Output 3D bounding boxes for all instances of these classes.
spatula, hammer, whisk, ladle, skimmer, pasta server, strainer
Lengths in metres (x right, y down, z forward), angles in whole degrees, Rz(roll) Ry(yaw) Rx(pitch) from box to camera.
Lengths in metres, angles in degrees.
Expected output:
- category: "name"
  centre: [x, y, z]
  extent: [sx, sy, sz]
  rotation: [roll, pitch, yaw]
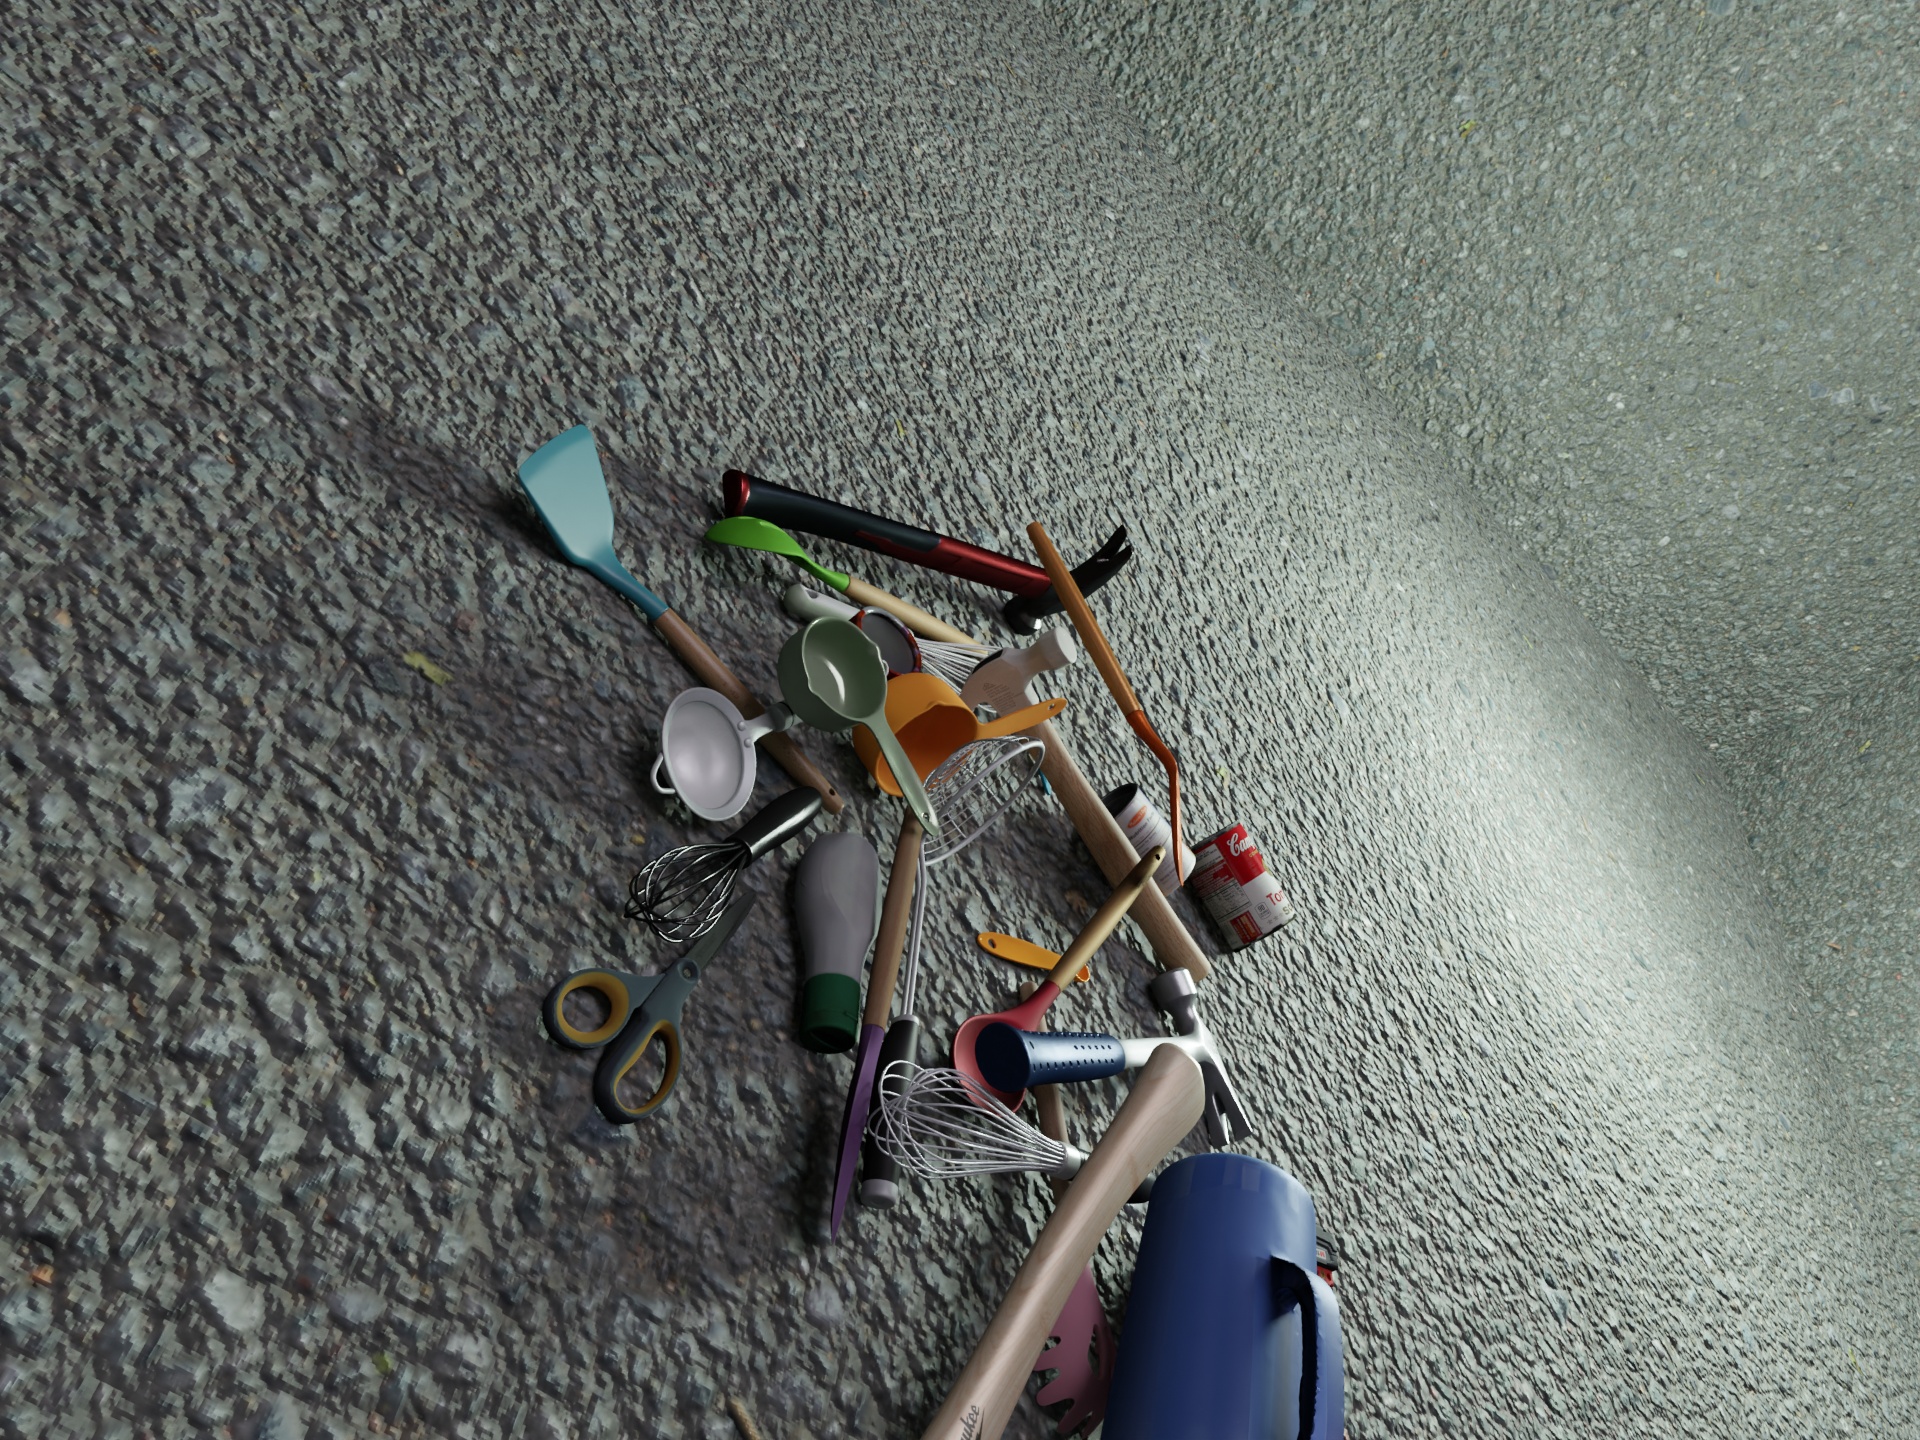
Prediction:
- category: "spatula"
  centre: [-0.182, -0.057, 1.085]
  extent: [0.317, 0.044, 0.082]
  rotation: [49, 37, -11]
- category: "hammer"
  centre: [0.107, 0.085, 1.291]
  extent: [0.331, 0.130, 0.031]
  rotation: [57, 27, -17]
- category: "hammer"
  centre: [0.115, 0.240, 1.120]
  extent: [0.405, 0.035, 0.144]
  rotation: [21, 43, -62]
- category: "whisk"
  centre: [-0.039, -0.060, 1.280]
  extent: [0.246, 0.059, 0.058]
  rotation: [21, 27, -36]
- category: "spatula"
  centre: [0.119, -0.022, 1.272]
  extent: [0.323, 0.041, 0.081]
  rotation: [64, 2, 19]
- category: "whisk"
  centre: [-0.138, 0.081, 0.996]
  extent: [0.055, 0.055, 0.239]
  rotation: [54, 24, -1]
- category: "hammer"
  centre: [0.035, 0.328, 0.907]
  extent: [0.146, 0.038, 0.411]
  rotation: [49, 46, -8]
- category: "spatula"
  centre: [-0.050, 0.170, 0.989]
  extent: [0.018, 0.059, 0.316]
  rotation: [8, 45, 2]
- category: "whisk"
  centre: [0.044, 0.271, 0.998]
  extent: [0.284, 0.070, 0.070]
  rotation: [31, 37, -43]
- category: "ladle"
  centre: [0.078, 0.179, 1.161]
  extent: [0.069, 0.031, 0.315]
  rotation: [53, 44, -6]
- category: "hammer"
  centre: [-0.026, -0.153, 1.317]
  extent: [0.386, 0.143, 0.038]
  rotation: [12, 53, -43]
- category: "skimmer"
  centre: [-0.002, 0.158, 1.069]
  extent: [0.090, 0.127, 0.364]
  rotation: [16, 49, -10]
- category: "pasta server"
  centre: [0.063, 0.314, 1.073]
  extent: [0.060, 0.040, 0.317]
  rotation: [30, 34, -34]
- category: "strainer"
  centre: [-0.128, 0.002, 1.069]
  extent: [0.258, 0.050, 0.087]
  rotation: [-28, 103, -49]

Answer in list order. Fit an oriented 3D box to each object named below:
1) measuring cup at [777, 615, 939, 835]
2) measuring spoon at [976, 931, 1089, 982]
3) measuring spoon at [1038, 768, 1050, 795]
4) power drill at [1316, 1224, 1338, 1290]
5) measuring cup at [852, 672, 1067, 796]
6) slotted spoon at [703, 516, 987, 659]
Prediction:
- category: "measuring cup"
  centre: [-0.067, 0.010, 1.076]
  extent: [0.083, 0.038, 0.167]
  rotation: [-37, 100, -52]
- category: "measuring spoon"
  centre: [0.054, 0.181, 1.207]
  extent: [0.116, 0.011, 0.021]
  rotation: [23, 43, -36]
- category: "measuring spoon"
  centre: [0.052, 0.006, 1.371]
  extent: [0.042, 0.021, 0.129]
  rotation: [36, 38, -69]
- category: "power drill"
  centre: [0.198, 0.449, 1.076]
  extent: [0.187, 0.080, 0.227]
  rotation: [30, 41, -34]
- category: "measuring cup"
  centre: [-0.002, -0.004, 1.195]
  extent: [0.173, 0.095, 0.052]
  rotation: [-18, 48, -30]
- category: "slotted spoon"
  centre: [-0.078, -0.102, 1.274]
  extent: [0.313, 0.070, 0.031]
  rotation: [24, 86, -47]
